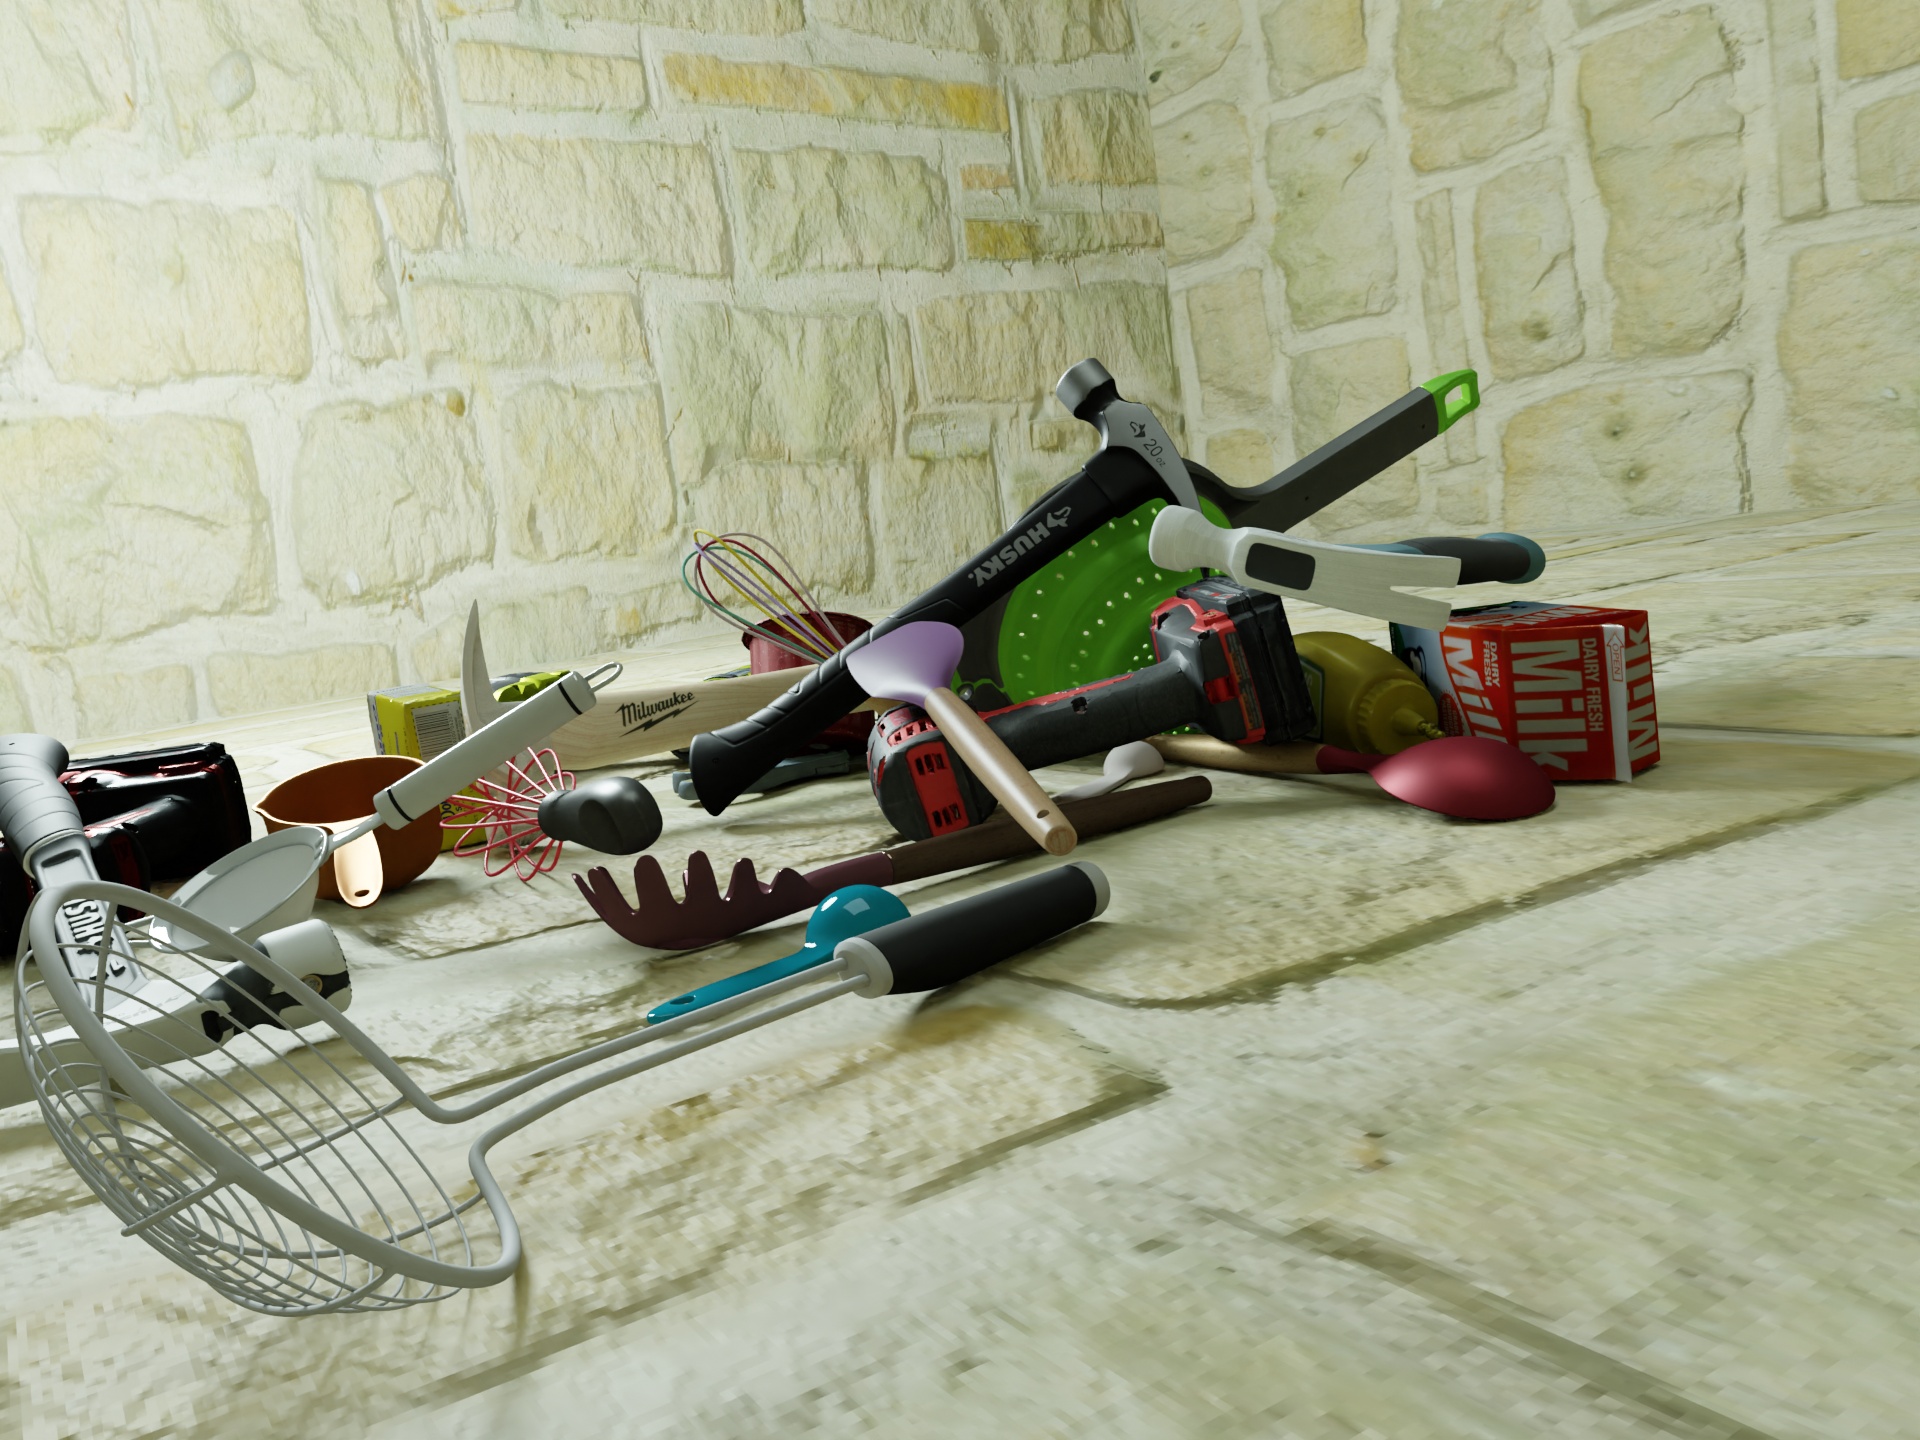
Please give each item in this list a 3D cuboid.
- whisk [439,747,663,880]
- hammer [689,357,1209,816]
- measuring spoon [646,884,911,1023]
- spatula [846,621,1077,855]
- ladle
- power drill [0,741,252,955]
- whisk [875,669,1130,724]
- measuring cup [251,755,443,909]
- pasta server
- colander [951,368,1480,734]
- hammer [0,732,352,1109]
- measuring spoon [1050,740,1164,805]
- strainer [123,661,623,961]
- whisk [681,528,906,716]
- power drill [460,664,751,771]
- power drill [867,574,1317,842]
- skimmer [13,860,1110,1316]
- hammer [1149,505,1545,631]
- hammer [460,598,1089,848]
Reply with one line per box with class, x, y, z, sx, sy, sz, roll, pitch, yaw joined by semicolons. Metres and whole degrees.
whisk;-0.189;0.043;0.736;0.073;0.073;0.296;-11;3;-27
hammer;-0.012;-0.055;0.898;0.335;0.146;0.035;-37;-17;-1
measuring spoon;-0.065;0.081;0.571;0.042;0.021;0.128;-3;8;37
spatula;-0.001;-0.002;0.727;0.060;0.018;0.316;-28;22;-5
ladle;0.171;0.019;0.803;0.069;0.031;0.315;-11;6;-23
power drill;-0.513;0.078;0.874;0.188;0.080;0.227;-8;10;-2
whisk;0.027;-0.028;1.247;0.239;0.055;0.055;-5;6;-14
measuring cup;-0.305;0.074;0.811;0.095;0.052;0.174;-12;26;-19
pasta server;-0.012;0.051;0.692;0.316;0.040;0.060;-11;-3;-33
colander;0.181;-0.094;0.979;0.397;0.204;0.095;-32;44;-7
hammer;-0.394;0.067;0.688;0.149;0.036;0.409;-17;22;-32
measuring spoon;0.073;0.029;0.852;0.034;0.018;0.124;-3;9;32
strainer;-0.262;0.046;0.720;0.258;0.050;0.087;-33;29;-3
whisk;-0.076;-0.040;0.941;0.245;0.047;0.051;39;42;19
power drill;-0.250;0.002;1.191;0.228;0.080;0.190;-4;8;11
power drill;0.057;-0.003;0.822;0.219;0.078;0.143;-19;10;-4
skimmer;-0.062;0.063;0.445;0.127;0.090;0.363;37;30;31
hammer;0.235;-0.083;0.831;0.128;0.033;0.331;20;17;34
hammer;-0.099;-0.025;0.997;0.410;0.146;0.038;-9;-18;-23
